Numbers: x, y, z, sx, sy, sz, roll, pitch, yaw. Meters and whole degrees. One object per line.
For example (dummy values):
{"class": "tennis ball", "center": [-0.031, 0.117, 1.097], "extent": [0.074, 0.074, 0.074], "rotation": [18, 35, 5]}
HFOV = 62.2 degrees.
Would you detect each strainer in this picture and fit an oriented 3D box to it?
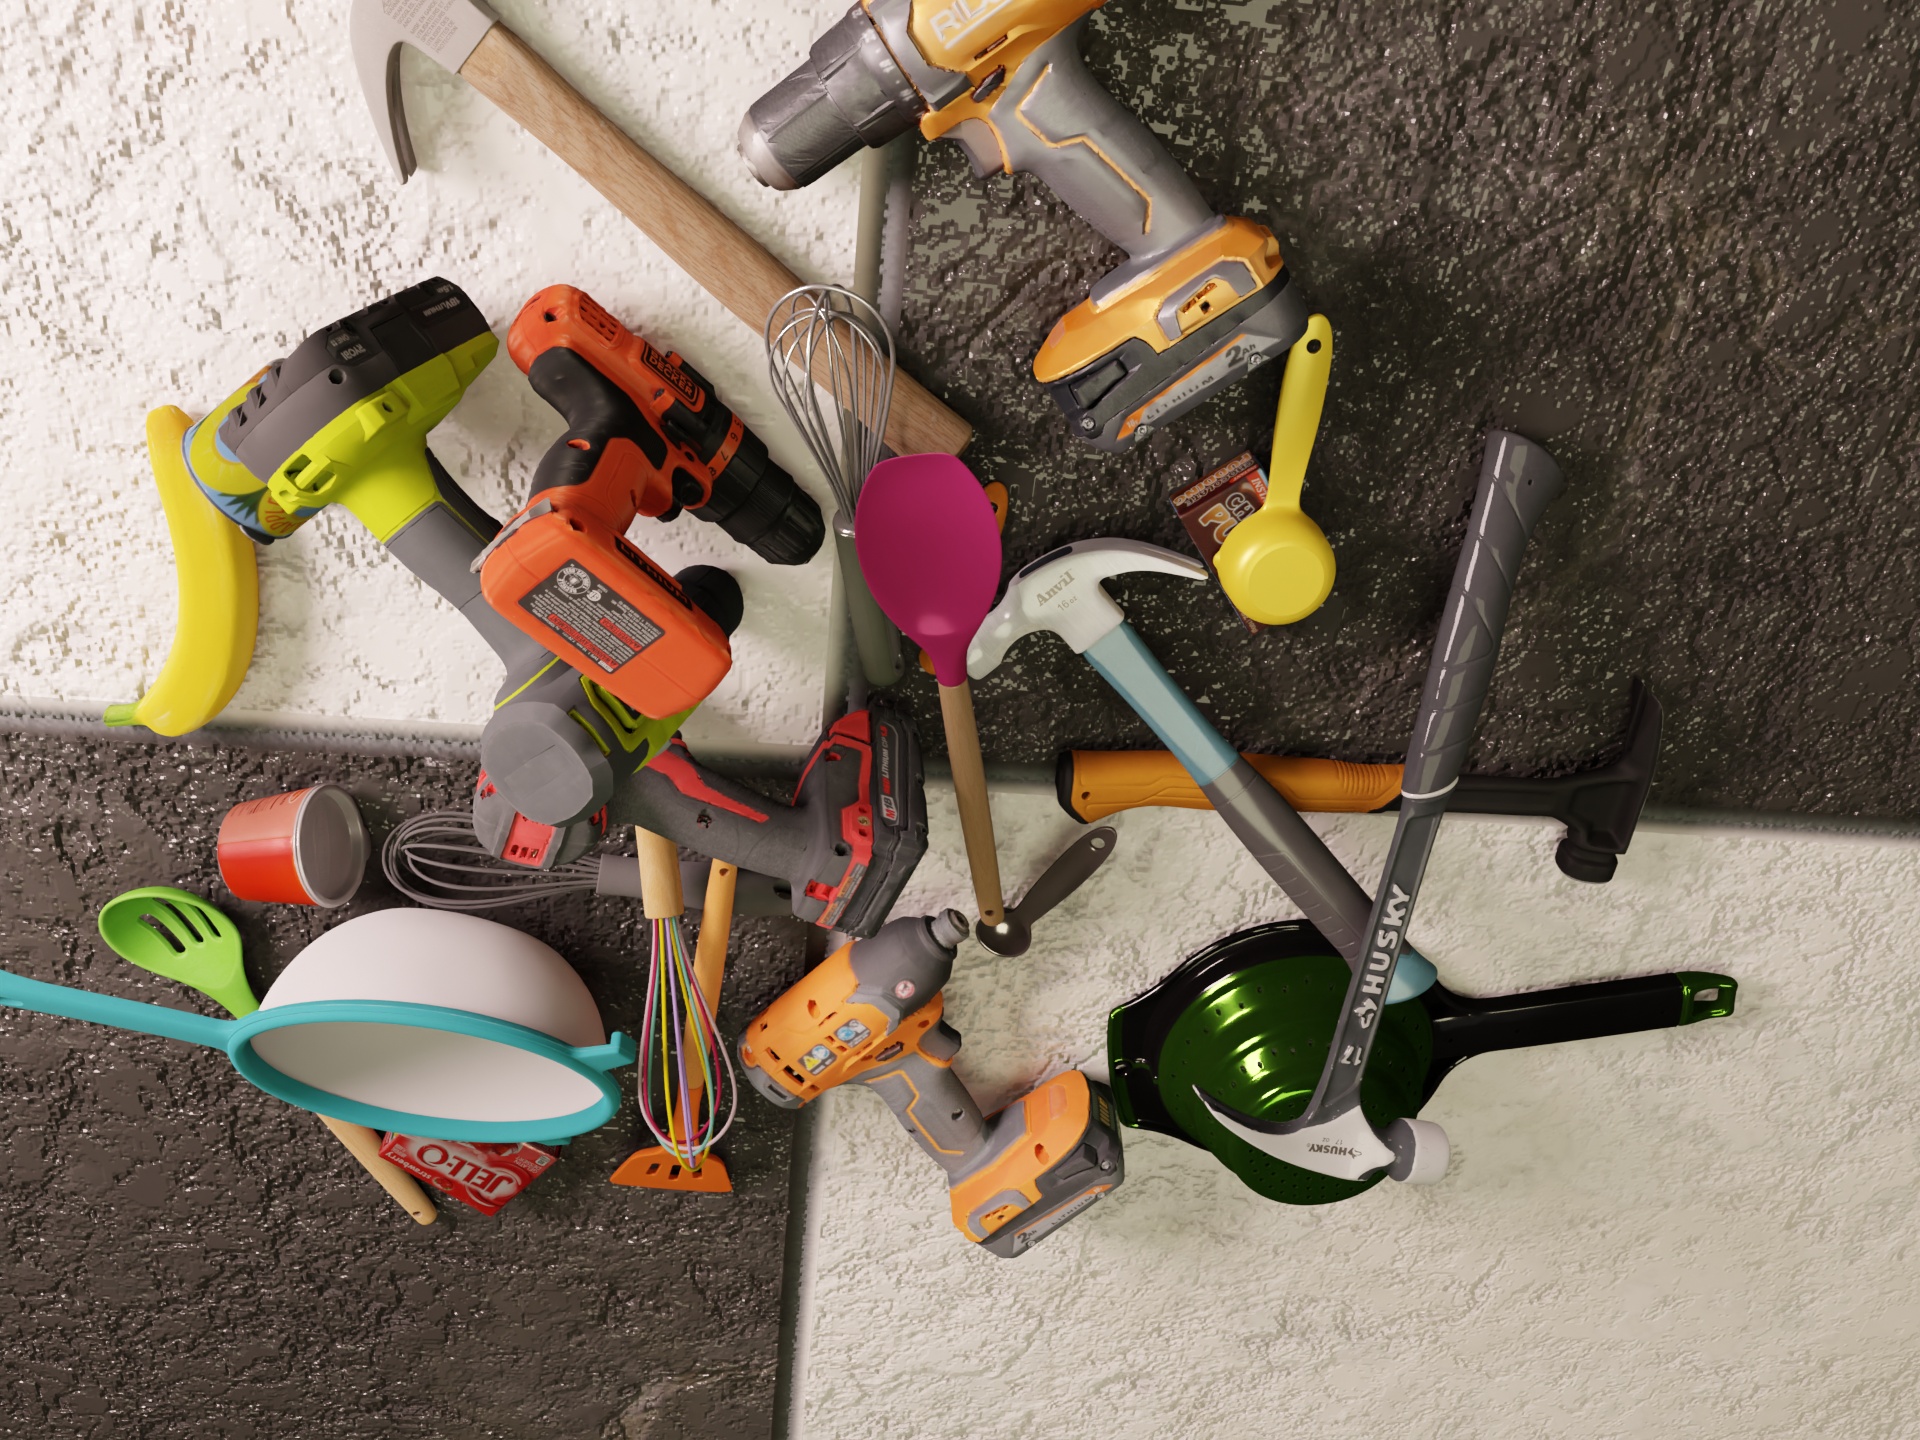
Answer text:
{"class": "strainer", "center": [-0.351, 0.147, 0.883], "extent": [0.340, 0.095, 0.211], "rotation": [16, 147, -17]}

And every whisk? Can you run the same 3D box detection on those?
{"class": "whisk", "center": [-0.050, -0.104, 0.769], "extent": [0.059, 0.058, 0.246], "rotation": [3, 139, 9]}
{"class": "whisk", "center": [-0.204, 0.090, 0.905], "extent": [0.239, 0.055, 0.055], "rotation": [8, 121, -12]}
{"class": "whisk", "center": [-0.161, 0.129, 0.884], "extent": [0.051, 0.047, 0.245], "rotation": [-3, 94, 44]}

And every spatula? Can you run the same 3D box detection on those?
{"class": "spatula", "center": [-0.160, 0.194, 0.962], "extent": [0.081, 0.041, 0.322], "rotation": [7, 123, -10]}

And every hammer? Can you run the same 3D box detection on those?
{"class": "hammer", "center": [-0.126, -0.223, 0.728], "extent": [0.331, 0.031, 0.130], "rotation": [38, 112, -23]}
{"class": "hammer", "center": [0.237, 0.052, 0.839], "extent": [0.149, 0.036, 0.409], "rotation": [10, 101, -14]}
{"class": "hammer", "center": [0.222, 0.032, 0.899], "extent": [0.337, 0.034, 0.127], "rotation": [2, 122, -4]}
{"class": "hammer", "center": [0.146, 0.036, 0.859], "extent": [0.128, 0.033, 0.330], "rotation": [-39, 106, 14]}

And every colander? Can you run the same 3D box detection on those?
{"class": "colander", "center": [0.293, 0.218, 0.980], "extent": [0.397, 0.095, 0.204], "rotation": [-8, 121, 2]}

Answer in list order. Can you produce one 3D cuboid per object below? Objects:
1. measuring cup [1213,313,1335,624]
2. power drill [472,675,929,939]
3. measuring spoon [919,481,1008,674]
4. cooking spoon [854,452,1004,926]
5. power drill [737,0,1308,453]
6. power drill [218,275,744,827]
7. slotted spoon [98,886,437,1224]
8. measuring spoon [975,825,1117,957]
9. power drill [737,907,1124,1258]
{"class": "measuring cup", "center": [0.163, -0.117, 0.772], "extent": [0.062, 0.029, 0.156], "rotation": [0, 122, -6]}
{"class": "power drill", "center": [-0.133, 0.027, 0.823], "extent": [0.219, 0.143, 0.078], "rotation": [15, 129, -19]}
{"class": "measuring spoon", "center": [0.002, -0.072, 0.837], "extent": [0.021, 0.011, 0.116], "rotation": [14, 119, -11]}
{"class": "cooking spoon", "center": [-0.001, -0.003, 0.828], "extent": [0.069, 0.017, 0.318], "rotation": [-6, 130, 4]}
{"class": "power drill", "center": [0.029, -0.231, 0.706], "extent": [0.185, 0.084, 0.226], "rotation": [-31, 114, 15]}
{"class": "power drill", "center": [-0.202, -0.084, 0.736], "extent": [0.080, 0.191, 0.228], "rotation": [-30, 106, 30]}
{"class": "slotted spoon", "center": [-0.411, 0.212, 0.979], "extent": [0.070, 0.031, 0.313], "rotation": [-20, 122, 9]}
{"class": "measuring spoon", "center": [0.052, 0.096, 0.928], "extent": [0.034, 0.018, 0.124], "rotation": [37, 124, -8]}
{"class": "power drill", "center": [-0.002, 0.216, 0.974], "extent": [0.164, 0.084, 0.226], "rotation": [-41, 111, 19]}
